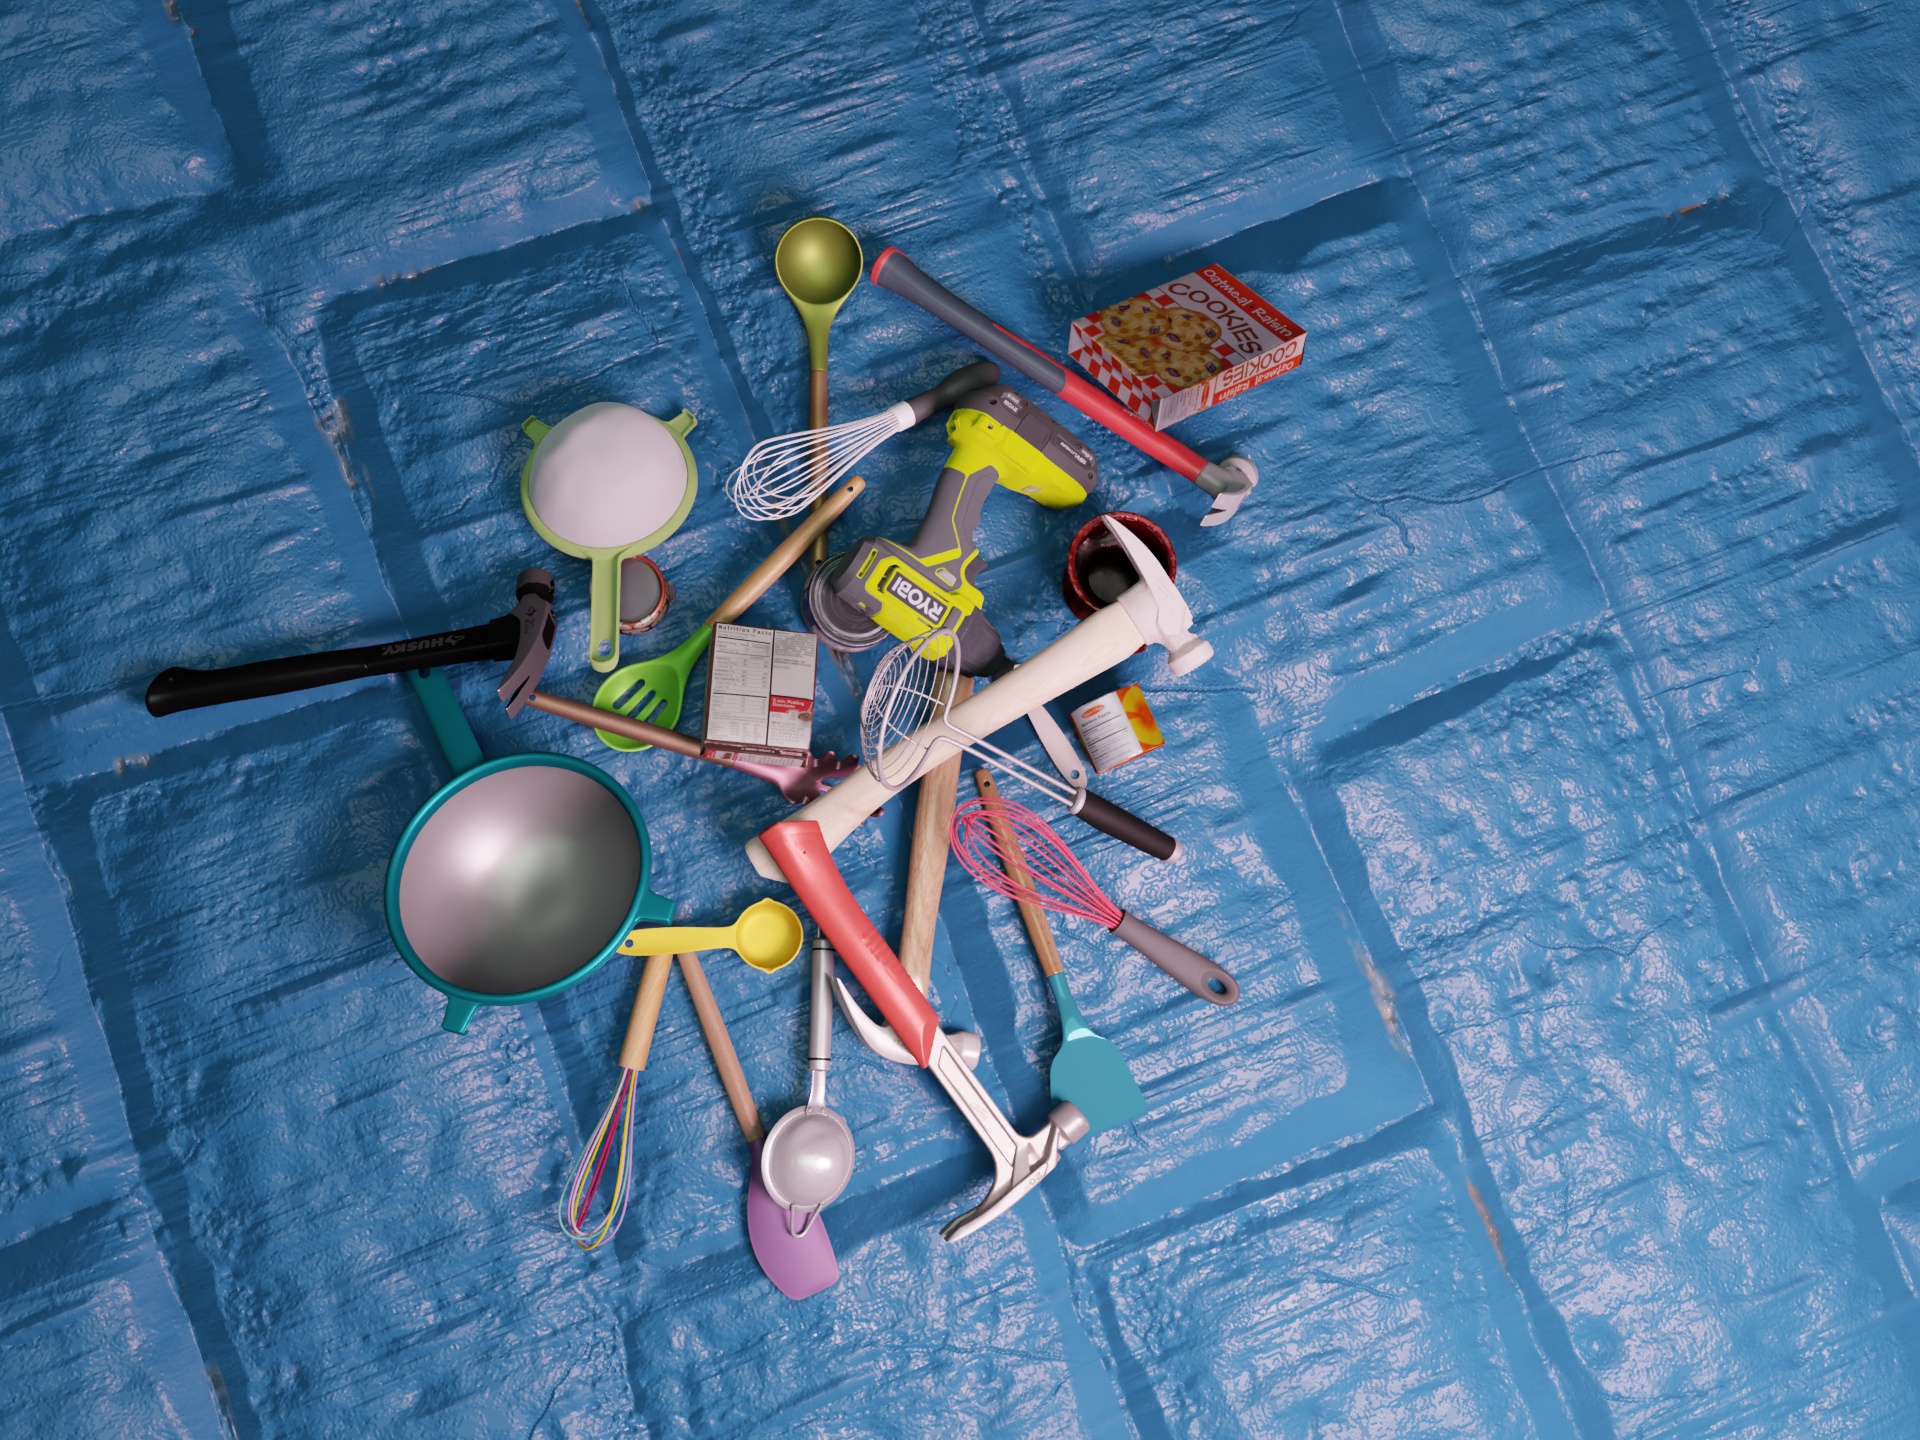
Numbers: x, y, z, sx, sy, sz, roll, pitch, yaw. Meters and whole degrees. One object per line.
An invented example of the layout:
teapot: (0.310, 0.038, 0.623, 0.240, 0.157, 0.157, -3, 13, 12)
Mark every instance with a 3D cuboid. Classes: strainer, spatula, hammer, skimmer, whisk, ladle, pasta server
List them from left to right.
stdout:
hammer: (-0.502, -0.043, 1.311, 0.335, 0.035, 0.146, -9, 47, 0)
strainer: (-0.375, 0.090, 1.305, 0.211, 0.095, 0.341, -28, 63, -10)
strainer: (-0.298, -0.167, 1.321, 0.151, 0.069, 0.257, -3, 65, -3)
whisk: (-0.277, 0.304, 1.294, 0.051, 0.047, 0.245, 16, 76, -14)
pasta server: (-0.214, 0.023, 1.323, 0.316, 0.040, 0.060, 18, 79, -10)
spatula: (-0.179, 0.321, 1.308, 0.060, 0.018, 0.316, -20, 84, -14)
ladle: (-0.124, -0.282, 1.390, 0.078, 0.062, 0.320, 0, 84, -6)
strainer: (-0.116, 0.290, 1.302, 0.086, 0.050, 0.259, 11, 72, -33)
whisk: (-0.078, -0.249, 1.367, 0.284, 0.070, 0.070, -32, 84, -25)
hammer: (-0.053, 0.234, 1.272, 0.149, 0.037, 0.359, -37, 94, -15)
hammer: (-0.030, 0.120, 1.337, 0.130, 0.031, 0.331, 11, 77, -16)
hammer: (-0.002, -0.004, 1.301, 0.410, 0.038, 0.146, -33, 94, 0)
spatula: (0.068, 0.191, 1.345, 0.082, 0.044, 0.318, -18, 78, -5)
skimmer: (0.065, 0.044, 1.246, 0.363, 0.090, 0.127, 29, 80, -32)
hammer: (0.081, -0.294, 1.379, 0.386, 0.143, 0.038, 34, 117, 6)
whisk: (0.115, 0.156, 1.321, 0.295, 0.073, 0.073, 34, 80, -12)

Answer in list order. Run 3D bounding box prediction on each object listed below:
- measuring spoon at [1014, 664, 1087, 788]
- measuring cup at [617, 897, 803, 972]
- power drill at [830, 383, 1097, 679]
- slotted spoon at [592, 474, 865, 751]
measuring spoon: (0.073, 0.007, 1.381, 0.034, 0.018, 0.124, -32, 91, -10)
measuring cup: (-0.209, 0.181, 1.316, 0.156, 0.029, 0.062, -2, 79, -9)
power drill: (0.015, -0.156, 1.352, 0.171, 0.080, 0.223, 34, 77, -17)
slotted spoon: (-0.193, -0.095, 1.357, 0.070, 0.031, 0.314, 44, 84, -2)
